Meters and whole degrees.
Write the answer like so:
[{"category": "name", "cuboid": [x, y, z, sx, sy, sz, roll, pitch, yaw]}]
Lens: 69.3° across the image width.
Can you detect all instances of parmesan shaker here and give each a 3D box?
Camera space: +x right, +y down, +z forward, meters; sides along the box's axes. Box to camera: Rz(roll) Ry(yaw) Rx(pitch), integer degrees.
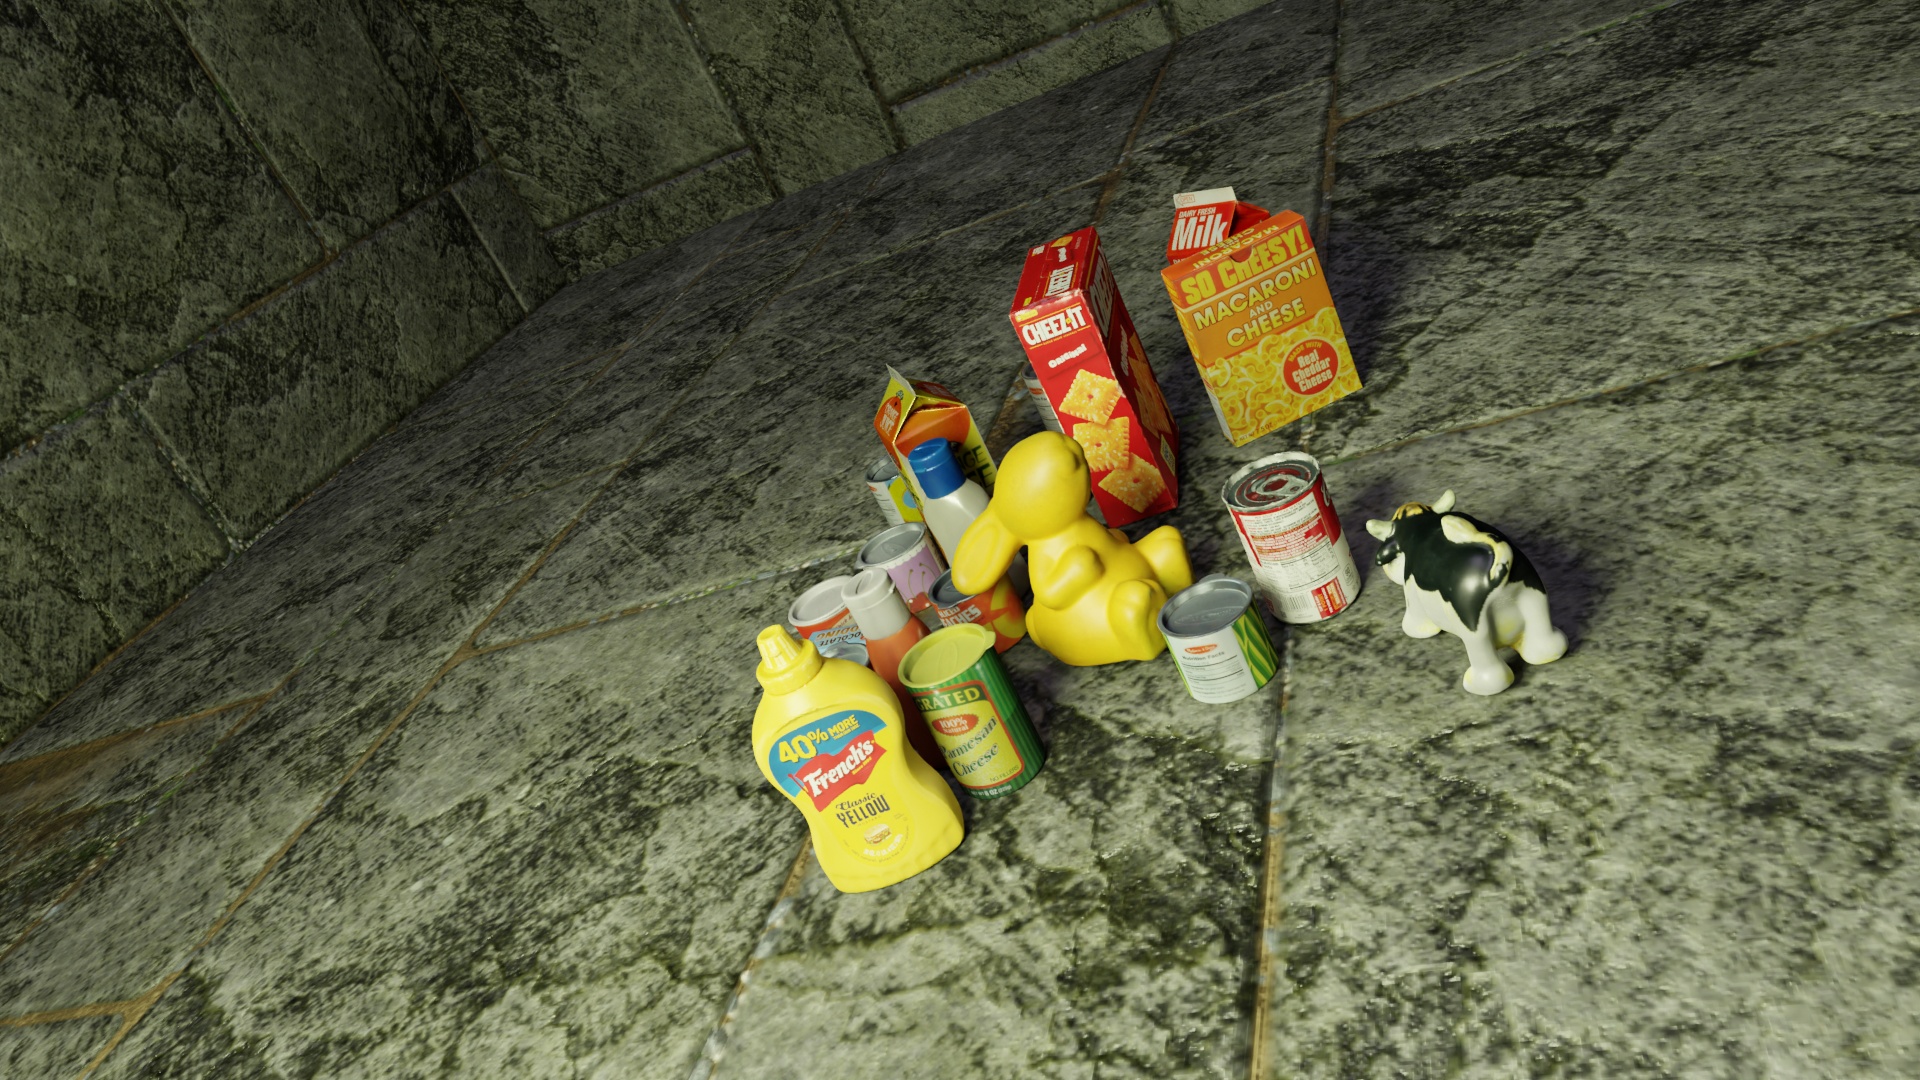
[{"category": "parmesan shaker", "cuboid": [0.012, 0.115, 0.938, 0.071, 0.102, 0.071, -22, 25, 11]}]

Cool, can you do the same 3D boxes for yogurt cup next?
[{"category": "yogurt cup", "cuboid": [-0.107, 0.071, 1.199, 0.072, 0.053, 0.073, -22, 25, 11]}]

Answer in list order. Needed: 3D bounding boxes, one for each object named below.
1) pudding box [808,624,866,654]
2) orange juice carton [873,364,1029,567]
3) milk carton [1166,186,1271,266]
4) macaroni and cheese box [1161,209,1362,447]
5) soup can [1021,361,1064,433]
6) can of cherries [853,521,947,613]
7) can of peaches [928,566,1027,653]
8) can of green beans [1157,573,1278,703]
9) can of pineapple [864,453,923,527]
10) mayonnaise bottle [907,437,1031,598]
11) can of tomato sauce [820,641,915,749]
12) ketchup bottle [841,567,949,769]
[{"category": "pudding box", "cuboid": [-0.083, 0.095, 1.133, 0.083, 0.049, 0.030, -13, 28, 28]}, {"category": "orange juice carton", "cuboid": [-0.014, -0.064, 1.205, 0.073, 0.192, 0.072, -29, 24, -5]}, {"category": "milk carton", "cuboid": [0.255, -0.235, 1.279, 0.074, 0.190, 0.072, -42, 28, -29]}, {"category": "macaroni and cheese box", "cuboid": [0.261, -0.181, 1.196, 0.124, 0.166, 0.040, -26, 24, 2]}, {"category": "soup can", "cuboid": [0.108, -0.142, 1.368, 0.071, 0.083, 0.072, -22, 25, 11]}, {"category": "can of cherries", "cuboid": [-0.051, 0.027, 1.225, 0.071, 0.058, 0.072, -22, 25, 11]}, {"category": "can of peaches", "cuboid": [0.014, 0.055, 1.107, 0.071, 0.058, 0.071, -22, 25, 11]}, {"category": "can of green beans", "cuboid": [0.173, 0.067, 0.929, 0.071, 0.057, 0.071, -22, 25, 11]}, {"category": "can of pineapple", "cuboid": [-0.052, -0.054, 1.384, 0.071, 0.057, 0.071, -22, 25, 11]}, {"category": "mayonnaise bottle", "cuboid": [0.004, -0.014, 1.144, 0.064, 0.147, 0.041, -4, 33, 40]}, {"category": "can of tomato sauce", "cuboid": [-0.078, 0.127, 1.027, 0.071, 0.082, 0.071, -22, 25, 11]}, {"category": "ketchup bottle", "cuboid": [-0.035, 0.088, 0.982, 0.043, 0.148, 0.065, -17, 26, 21]}]
